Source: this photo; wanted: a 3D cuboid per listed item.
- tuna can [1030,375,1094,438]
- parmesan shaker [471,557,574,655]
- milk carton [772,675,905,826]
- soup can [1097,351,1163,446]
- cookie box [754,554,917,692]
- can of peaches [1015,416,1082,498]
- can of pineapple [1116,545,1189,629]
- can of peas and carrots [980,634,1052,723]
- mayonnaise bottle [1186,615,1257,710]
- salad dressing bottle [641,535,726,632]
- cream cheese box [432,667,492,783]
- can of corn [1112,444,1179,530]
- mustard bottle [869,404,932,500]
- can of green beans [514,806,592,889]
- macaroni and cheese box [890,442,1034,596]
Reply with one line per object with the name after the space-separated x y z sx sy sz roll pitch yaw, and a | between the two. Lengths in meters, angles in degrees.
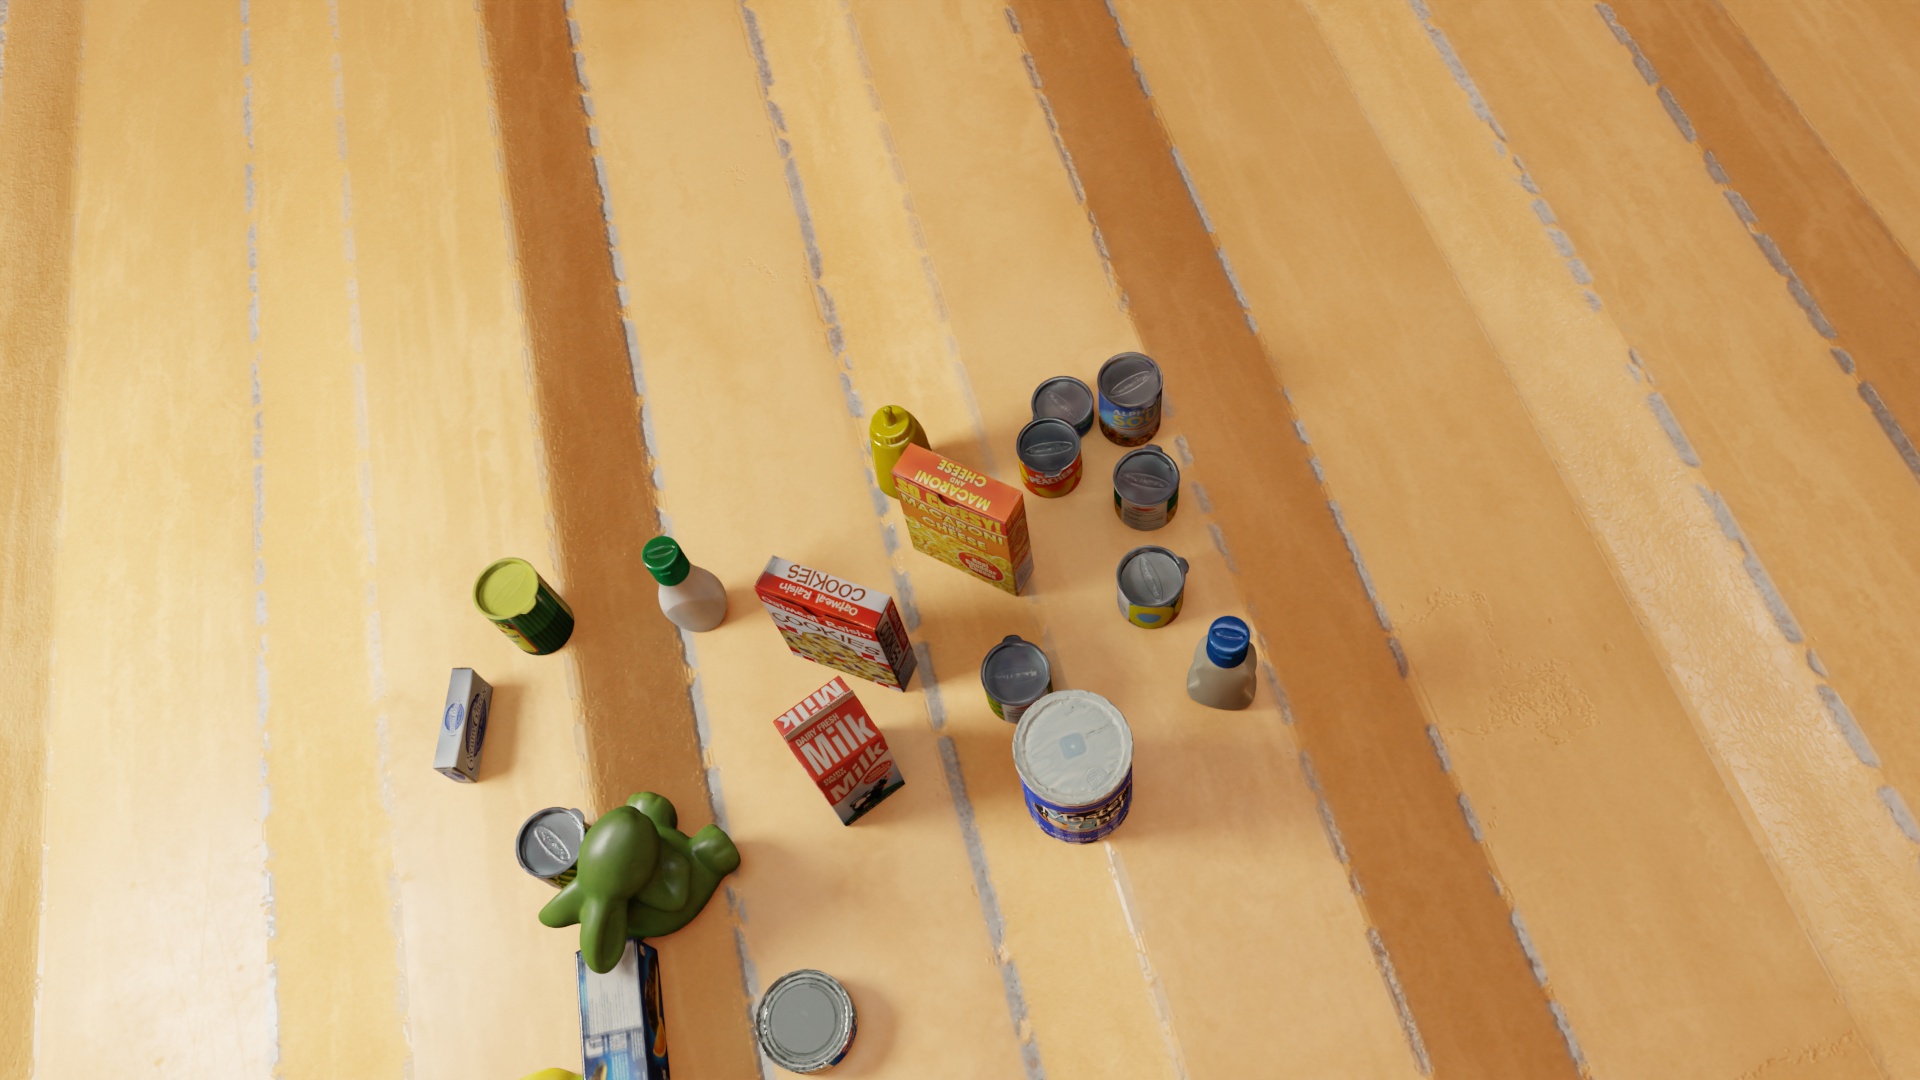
0.106 -0.136 1.468 0.071 0.032 0.071 -3 64 5 | tuna can
-0.434 0.070 1.390 0.071 0.102 0.071 -3 64 6 | parmesan shaker
-0.110 0.185 1.245 0.072 0.189 0.073 -35 65 -10 | milk carton
0.176 -0.142 1.434 0.071 0.083 0.071 -3 64 6 | soup can
-0.114 0.082 1.310 0.123 0.166 0.040 18 68 15 | cookie box
0.092 -0.083 1.429 0.071 0.058 0.071 -3 64 5 | can of peaches
0.187 0.046 1.354 0.071 0.057 0.071 -3 64 5 | can of pineapple
0.054 0.133 1.326 0.071 0.058 0.071 -3 64 5 | can of peas and carrots
0.241 0.112 1.264 0.065 0.147 0.041 9 66 11 | mayonnaise bottle
-0.271 0.043 1.359 0.064 0.147 0.044 -15 63 0 | salad dressing bottle
-0.489 0.182 1.368 0.024 0.053 0.104 -2 64 6 | cream cheese box
0.188 -0.053 1.403 0.071 0.058 0.071 -3 64 5 | can of corn
-0.063 -0.097 1.397 0.049 0.159 0.065 14 67 13 | mustard bottle
-0.373 0.289 1.299 0.071 0.057 0.071 -3 64 5 | can of green beans
0.005 -0.017 1.346 0.124 0.165 0.040 24 69 17 | macaroni and cheese box
